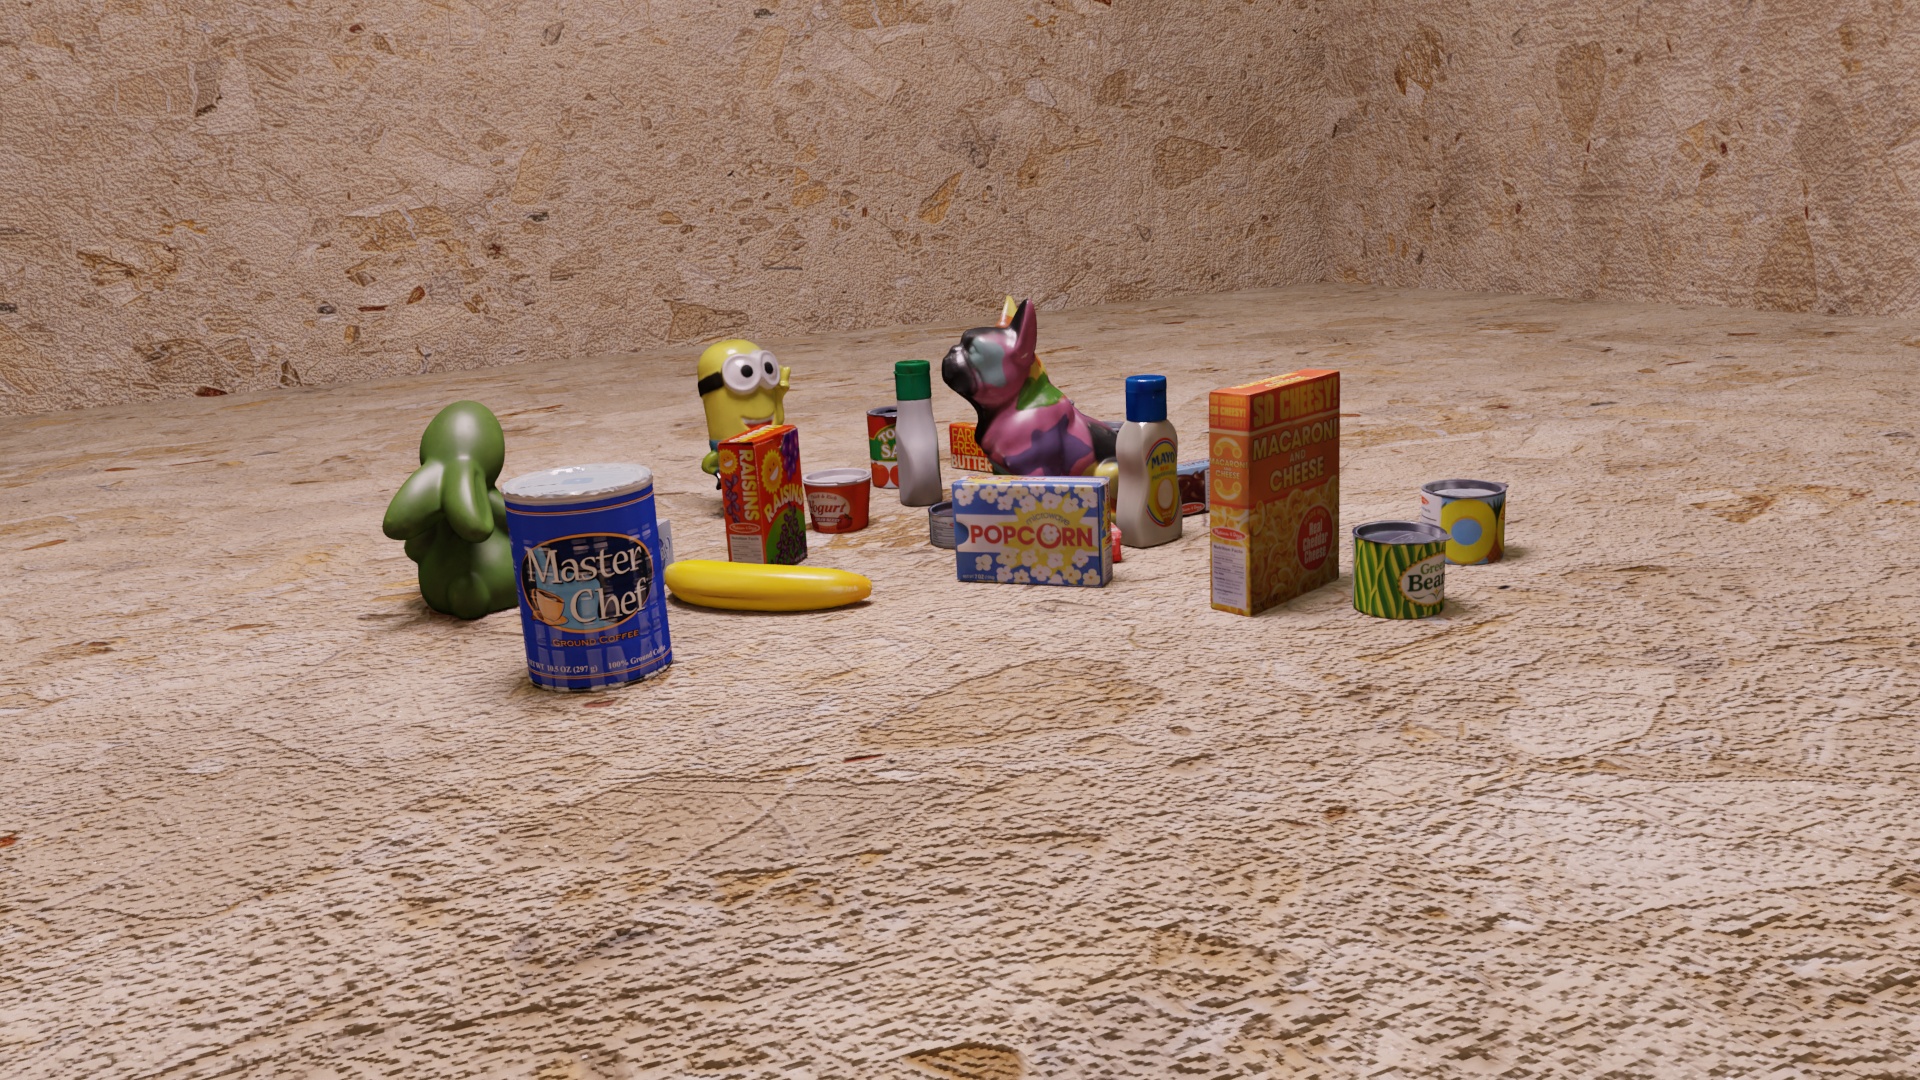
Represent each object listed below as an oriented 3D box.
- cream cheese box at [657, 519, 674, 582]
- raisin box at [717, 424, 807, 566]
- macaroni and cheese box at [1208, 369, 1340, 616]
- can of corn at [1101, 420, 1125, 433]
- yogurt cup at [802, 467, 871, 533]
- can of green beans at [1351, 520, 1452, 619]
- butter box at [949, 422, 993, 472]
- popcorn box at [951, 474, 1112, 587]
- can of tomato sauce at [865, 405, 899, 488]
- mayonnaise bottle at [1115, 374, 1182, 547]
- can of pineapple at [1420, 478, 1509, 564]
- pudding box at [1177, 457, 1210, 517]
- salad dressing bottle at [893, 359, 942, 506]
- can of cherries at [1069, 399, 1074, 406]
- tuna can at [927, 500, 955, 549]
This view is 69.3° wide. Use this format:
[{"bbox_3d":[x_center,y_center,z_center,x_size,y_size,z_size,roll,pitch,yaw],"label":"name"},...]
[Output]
[{"bbox_3d":[-0.272,0.019,1.172,0.024,0.053,0.104,-1,15,10],"label":"cream cheese box"},{"bbox_3d":[-0.171,-0.034,1.213,0.040,0.123,0.086,2,15,19],"label":"raisin box"},{"bbox_3d":[0.238,-0.039,1.053,0.124,0.166,0.040,-17,19,-42],"label":"macaroni and cheese box"},{"bbox_3d":[0.154,-0.095,1.501,0.071,0.058,0.071,-3,14,1],"label":"can of corn"},{"bbox_3d":[-0.119,-0.039,1.358,0.072,0.053,0.072,-3,14,1],"label":"yogurt cup"},{"bbox_3d":[0.321,0.021,1.018,0.071,0.057,0.071,-3,14,1],"label":"can of green beans"},{"bbox_3d":[0.032,-0.105,1.580,0.103,0.053,0.024,10,19,42],"label":"butter box"},{"bbox_3d":[0.060,-0.009,1.140,0.127,0.085,0.038,2,15,20],"label":"popcorn box"},{"bbox_3d":[-0.068,-0.104,1.539,0.071,0.083,0.071,-3,14,1],"label":"can of tomato sauce"},{"bbox_3d":[0.166,-0.071,1.229,0.065,0.147,0.041,-15,18,-38],"label":"mayonnaise bottle"},{"bbox_3d":[0.413,-0.016,1.138,0.071,0.057,0.071,-3,14,1],"label":"can of pineapple"},{"bbox_3d":[0.229,-0.053,1.339,0.084,0.049,0.030,-10,16,-25],"label":"pudding box"},{"bbox_3d":[-0.045,-0.111,1.434,0.044,0.147,0.064,-7,14,-13],"label":"salad dressing bottle"},{"bbox_3d":[0.105,-0.137,1.675,0.071,0.058,0.072,-3,14,1],"label":"can of cherries"},{"bbox_3d":[0.005,-0.016,1.284,0.071,0.032,0.071,-3,14,1],"label":"tuna can"}]
